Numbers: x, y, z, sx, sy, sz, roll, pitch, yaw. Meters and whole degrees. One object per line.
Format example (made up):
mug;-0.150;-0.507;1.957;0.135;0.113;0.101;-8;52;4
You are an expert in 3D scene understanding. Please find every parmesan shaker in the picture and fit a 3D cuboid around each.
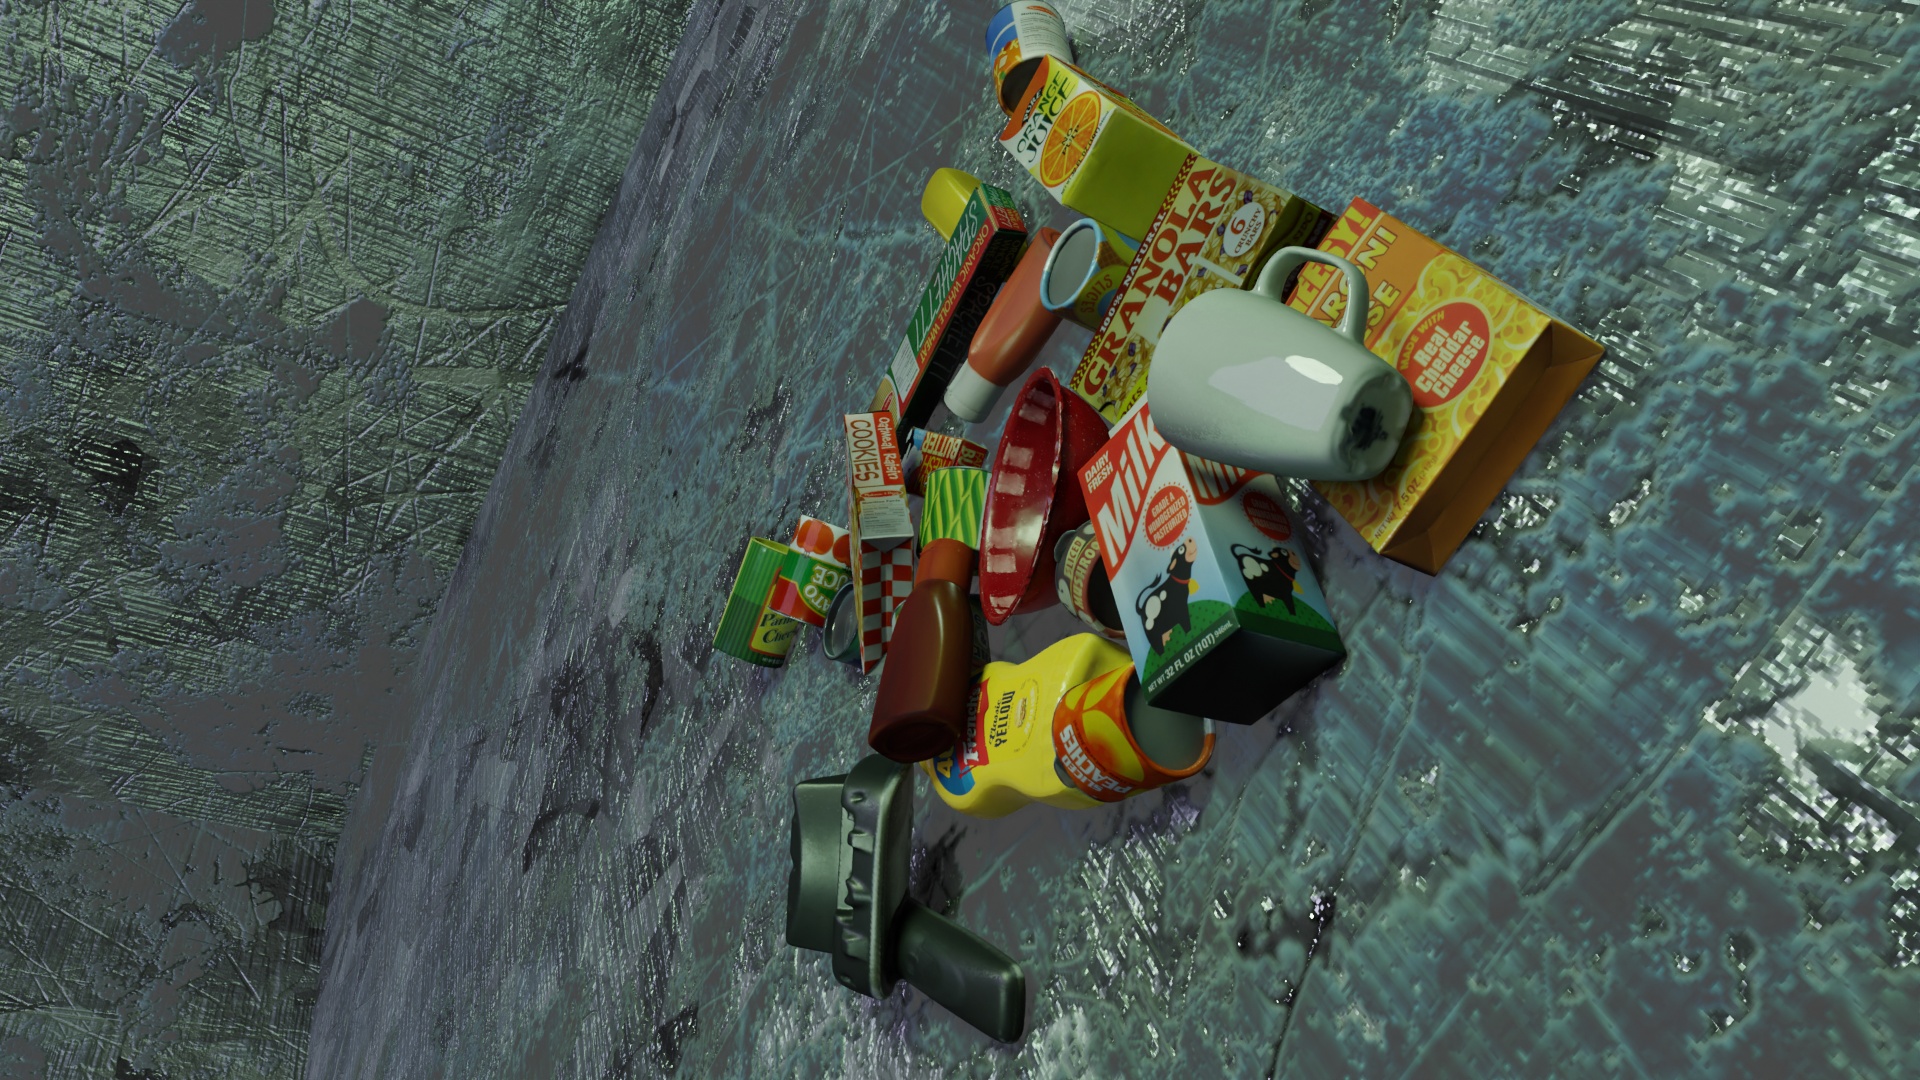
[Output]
parmesan shaker;-0.172;0.056;1.245;0.071;0.071;0.103;25;95;63

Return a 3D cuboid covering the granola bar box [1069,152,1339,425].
granola bar box;0.138;-0.139;0.829;0.165;0.039;0.124;-63;28;14

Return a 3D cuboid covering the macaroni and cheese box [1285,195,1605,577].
macaroni and cheese box;0.206;-0.080;0.664;0.123;0.040;0.167;-59;30;20

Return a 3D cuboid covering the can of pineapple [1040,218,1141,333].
can of pineapple;0.094;-0.169;0.910;0.070;0.058;0.071;-40;40;45

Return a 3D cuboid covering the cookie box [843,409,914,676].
cookie box;-0.060;-0.002;1.027;0.168;0.040;0.122;-103;11;-54

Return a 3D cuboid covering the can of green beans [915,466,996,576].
can of green beans;0.005;-0.012;0.960;0.071;0.071;0.058;-21;55;56

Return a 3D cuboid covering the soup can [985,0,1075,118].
soup can;0.056;-0.380;1.112;0.071;0.071;0.084;-48;35;37

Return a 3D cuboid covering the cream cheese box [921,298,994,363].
cream cheese box;-0.009;-0.172;1.138;0.104;0.024;0.053;16;86;63

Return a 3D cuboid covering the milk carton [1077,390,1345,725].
milk carton;0.120;-0.008;0.718;0.072;0.073;0.191;-48;41;37

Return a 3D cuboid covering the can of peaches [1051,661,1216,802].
can of peaches;0.090;0.100;0.727;0.058;0.071;0.071;-33;45;49

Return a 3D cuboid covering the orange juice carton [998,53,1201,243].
orange juice carton;0.088;-0.284;0.981;0.071;0.073;0.193;-59;29;21

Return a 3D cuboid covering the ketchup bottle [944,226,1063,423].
ketchup bottle;0.039;-0.153;1.016;0.148;0.043;0.065;-55;29;27

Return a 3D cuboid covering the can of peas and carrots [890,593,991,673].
can of peas and carrots;-0.010;0.075;0.934;0.070;0.071;0.059;-46;36;39

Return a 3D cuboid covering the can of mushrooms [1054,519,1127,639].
can of mushrooms;0.088;0.020;0.782;0.033;0.071;0.071;33;102;61

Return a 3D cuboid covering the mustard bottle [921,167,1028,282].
mustard bottle;0.018;-0.242;1.095;0.048;0.065;0.161;-59;34;25

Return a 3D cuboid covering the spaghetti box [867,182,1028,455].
spaghetti box;-0.015;-0.163;1.074;0.248;0.029;0.050;-58;41;45

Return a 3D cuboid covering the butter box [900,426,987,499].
butter box;-0.018;-0.056;1.077;0.103;0.024;0.053;21;91;63

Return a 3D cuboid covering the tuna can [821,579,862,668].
tuna can;-0.079;0.066;1.099;0.070;0.033;0.071;-40;40;45

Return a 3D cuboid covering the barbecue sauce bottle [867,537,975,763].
barbecue sauce bottle;-0.018;0.064;0.868;0.064;0.043;0.149;-32;33;37

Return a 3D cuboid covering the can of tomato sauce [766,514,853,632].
can of tomato sauce;-0.114;0.028;1.154;0.071;0.071;0.083;15;86;63
